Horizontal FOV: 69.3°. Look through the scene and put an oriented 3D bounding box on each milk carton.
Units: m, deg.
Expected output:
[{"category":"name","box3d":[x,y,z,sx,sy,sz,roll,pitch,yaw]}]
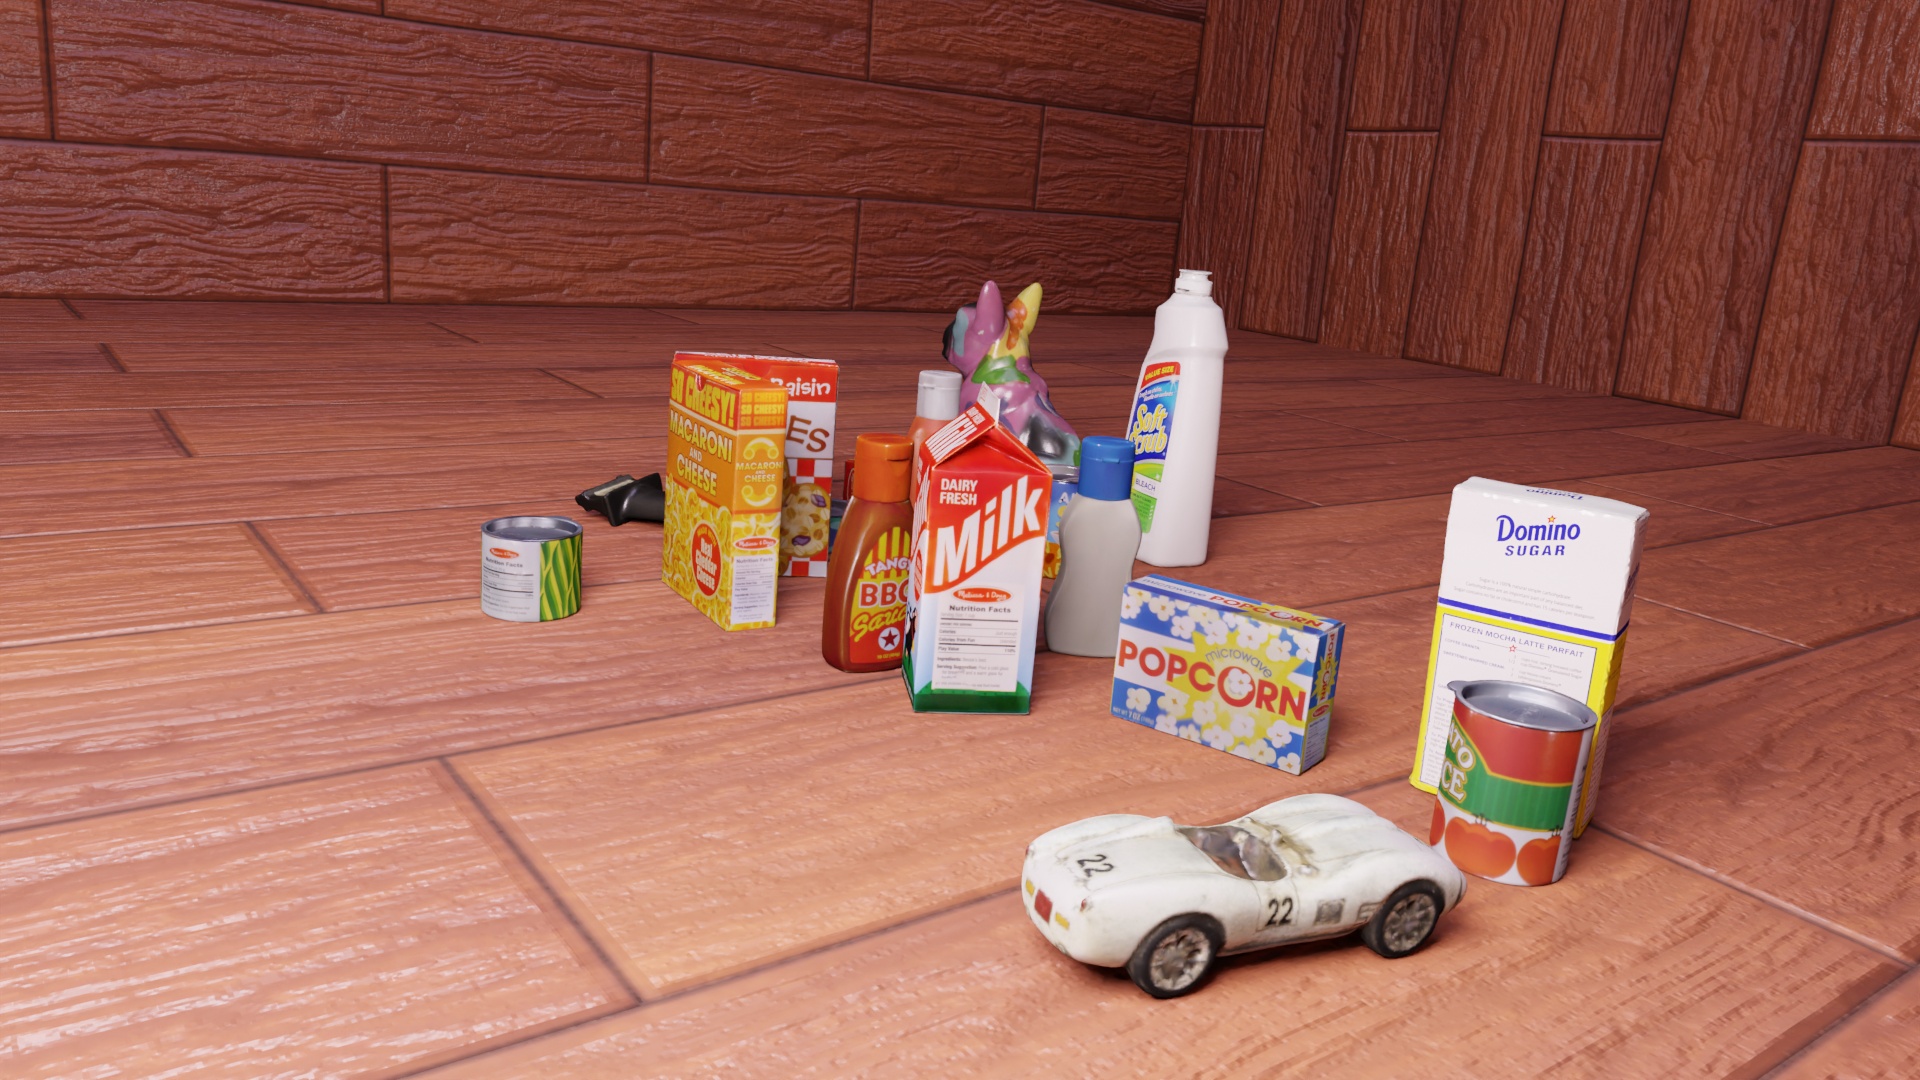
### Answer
[{"category":"milk carton","box3d":[0.010,0.003,0.837,0.073,0.190,0.072,3,14,-9]}]

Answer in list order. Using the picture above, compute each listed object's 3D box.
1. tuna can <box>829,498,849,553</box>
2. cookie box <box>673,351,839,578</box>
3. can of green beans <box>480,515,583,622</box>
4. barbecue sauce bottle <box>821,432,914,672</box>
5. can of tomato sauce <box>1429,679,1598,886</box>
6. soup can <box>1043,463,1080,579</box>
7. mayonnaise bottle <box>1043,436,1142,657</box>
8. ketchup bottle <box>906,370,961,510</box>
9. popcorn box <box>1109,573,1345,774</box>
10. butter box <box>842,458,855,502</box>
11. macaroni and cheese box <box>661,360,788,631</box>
[{"category":"tuna can","box3d":[-0.114,-0.013,1.173,0.071,0.032,0.071,5,14,-1]},{"category":"cookie box","box3d":[-0.159,-0.057,1.060,0.123,0.167,0.040,2,14,-12]},{"category":"can of green beans","box3d":[-0.291,0.019,0.942,0.071,0.057,0.071,5,14,-1]},{"category":"barbecue sauce bottle","box3d":[-0.053,0.007,0.884,0.065,0.148,0.044,-5,17,-35]},{"category":"can of tomato sauce","box3d":[0.272,0.119,0.692,0.071,0.083,0.071,5,14,-1]},{"category":"soup can","box3d":[0.086,-0.015,1.146,0.071,0.083,0.071,5,14,-1]},{"category":"mayonnaise bottle","box3d":[0.094,0.004,0.945,0.065,0.147,0.041,5,14,-1]},{"category":"ketchup bottle","box3d":[-0.023,-0.070,1.192,0.065,0.148,0.044,13,16,28]},{"category":"popcorn box","box3d":[0.153,0.076,0.815,0.127,0.085,0.038,15,17,34]},{"category":"butter box","box3d":[-0.073,-0.055,1.306,0.024,0.053,0.104,12,16,28]},{"category":"macaroni and cheese box","box3d":[-0.167,-0.035,0.972,0.040,0.166,0.124,-4,17,-33]}]
